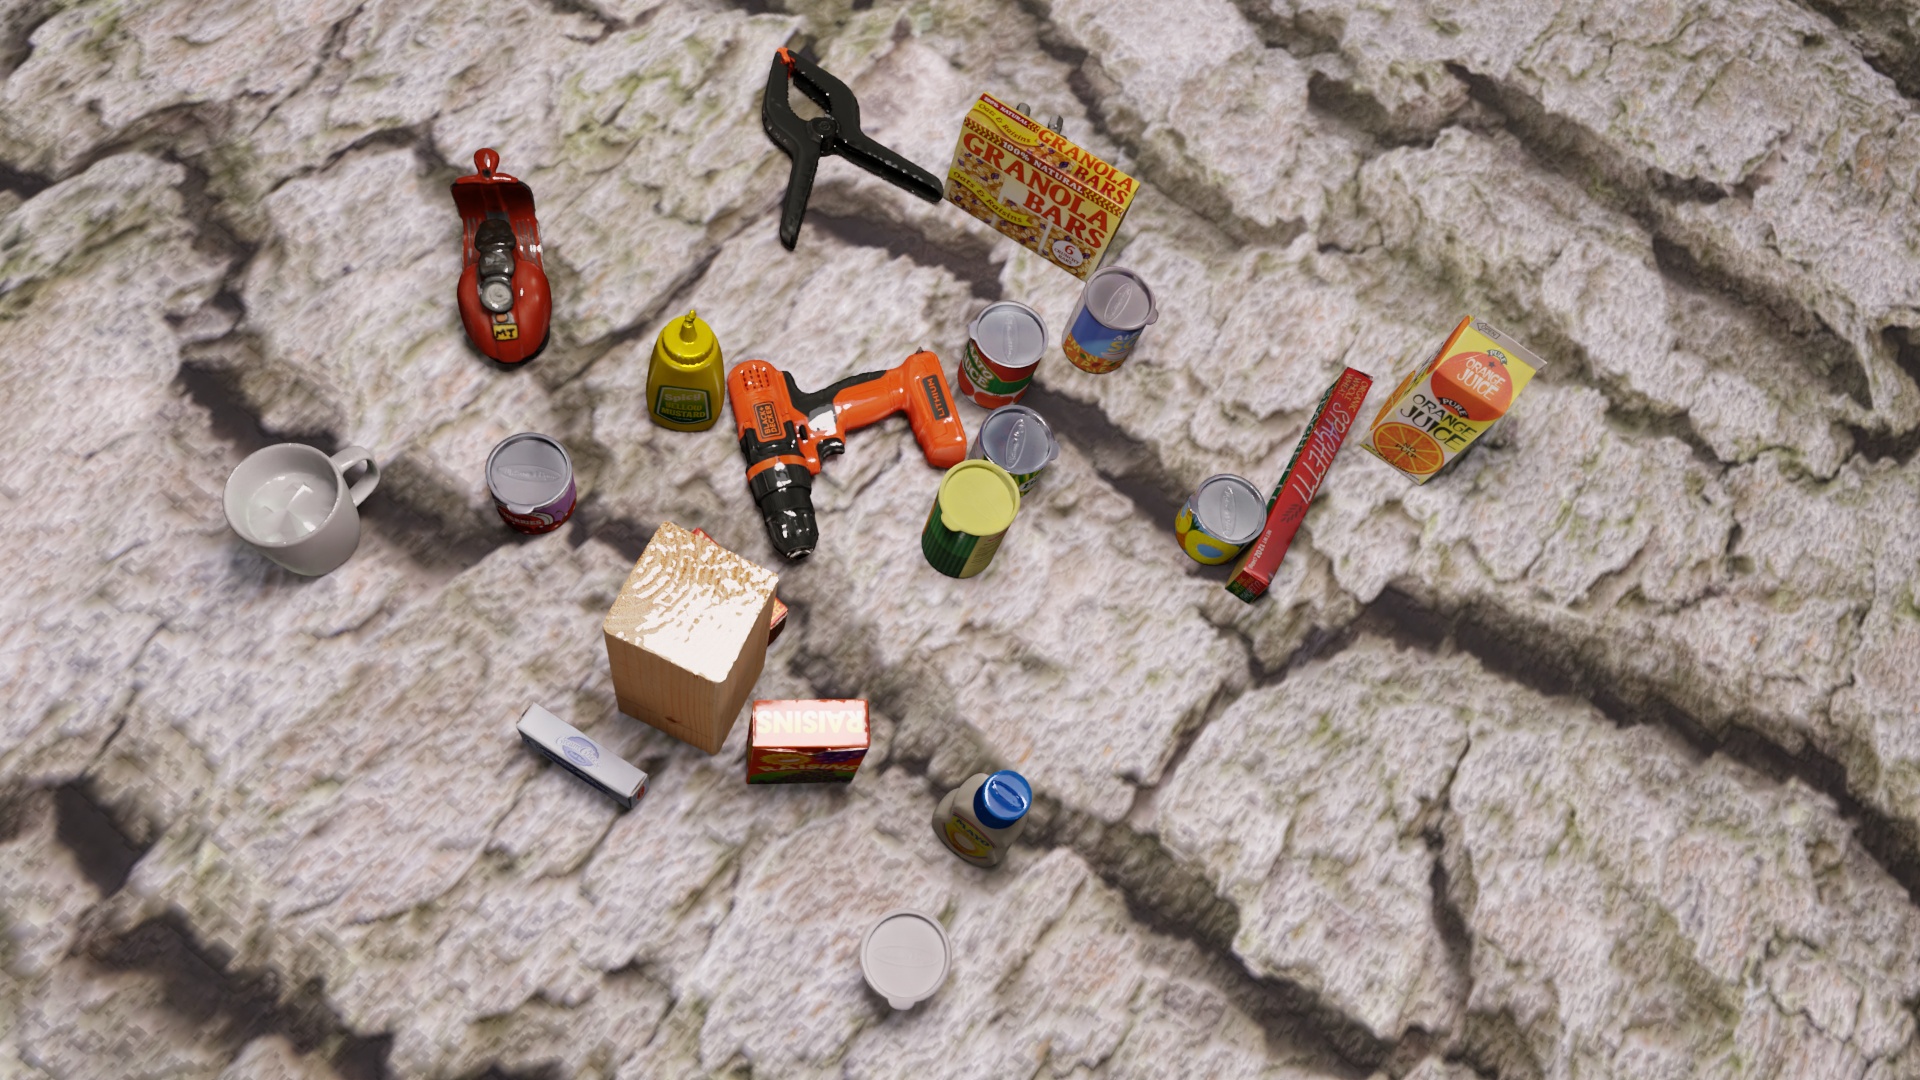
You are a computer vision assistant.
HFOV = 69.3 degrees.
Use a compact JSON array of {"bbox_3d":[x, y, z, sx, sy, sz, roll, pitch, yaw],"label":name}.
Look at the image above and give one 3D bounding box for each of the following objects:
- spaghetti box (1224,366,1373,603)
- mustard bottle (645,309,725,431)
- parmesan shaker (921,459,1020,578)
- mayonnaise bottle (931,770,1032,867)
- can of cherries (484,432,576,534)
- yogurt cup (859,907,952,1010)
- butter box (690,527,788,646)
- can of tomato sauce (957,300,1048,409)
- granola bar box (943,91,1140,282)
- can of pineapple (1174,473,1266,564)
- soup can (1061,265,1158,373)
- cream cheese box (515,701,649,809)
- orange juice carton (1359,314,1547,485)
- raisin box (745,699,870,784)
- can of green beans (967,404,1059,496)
[{"bbox_3d":[0.309,-0.054,1.260,0.029,0.050,0.251,31,65,2],"label":"spaghetti box"},{"bbox_3d":[-0.223,-0.142,1.129,0.065,0.159,0.049,4,67,-10],"label":"mustard bottle"},{"bbox_3d":[0.004,-0.014,1.153,0.071,0.102,0.071,4,67,-10],"label":"parmesan shaker"},{"bbox_3d":[0.019,0.205,1.040,0.065,0.147,0.041,39,66,6],"label":"mayonnaise bottle"},{"bbox_3d":[-0.346,-0.043,1.119,0.071,0.058,0.072,4,67,-10],"label":"can of cherries"},{"bbox_3d":[-0.044,0.311,1.034,0.072,0.053,0.072,4,67,-10],"label":"yogurt cup"},{"bbox_3d":[-0.184,0.038,1.121,0.103,0.053,0.024,42,66,7],"label":"butter box"},{"bbox_3d":[0.035,-0.163,1.233,0.071,0.082,0.071,4,67,-10],"label":"can of tomato sauce"},{"bbox_3d":[0.072,-0.325,1.285,0.165,0.123,0.039,31,66,3],"label":"granola bar box"},{"bbox_3d":[0.227,-0.019,1.225,0.071,0.057,0.071,4,67,-10],"label":"can of pineapple"},{"bbox_3d":[0.136,-0.198,1.267,0.071,0.083,0.071,4,67,-10],"label":"soup can"},{"bbox_3d":[-0.285,0.164,1.048,0.104,0.053,0.024,32,66,3],"label":"cream cheese box"},{"bbox_3d":[0.442,-0.132,1.241,0.072,0.192,0.073,35,66,4],"label":"orange juice carton"},{"bbox_3d":[-0.118,0.153,1.048,0.086,0.123,0.040,2,68,-11],"label":"raisin box"},{"bbox_3d":[0.043,-0.076,1.212,0.071,0.057,0.071,4,67,-10],"label":"can of green beans"}]
